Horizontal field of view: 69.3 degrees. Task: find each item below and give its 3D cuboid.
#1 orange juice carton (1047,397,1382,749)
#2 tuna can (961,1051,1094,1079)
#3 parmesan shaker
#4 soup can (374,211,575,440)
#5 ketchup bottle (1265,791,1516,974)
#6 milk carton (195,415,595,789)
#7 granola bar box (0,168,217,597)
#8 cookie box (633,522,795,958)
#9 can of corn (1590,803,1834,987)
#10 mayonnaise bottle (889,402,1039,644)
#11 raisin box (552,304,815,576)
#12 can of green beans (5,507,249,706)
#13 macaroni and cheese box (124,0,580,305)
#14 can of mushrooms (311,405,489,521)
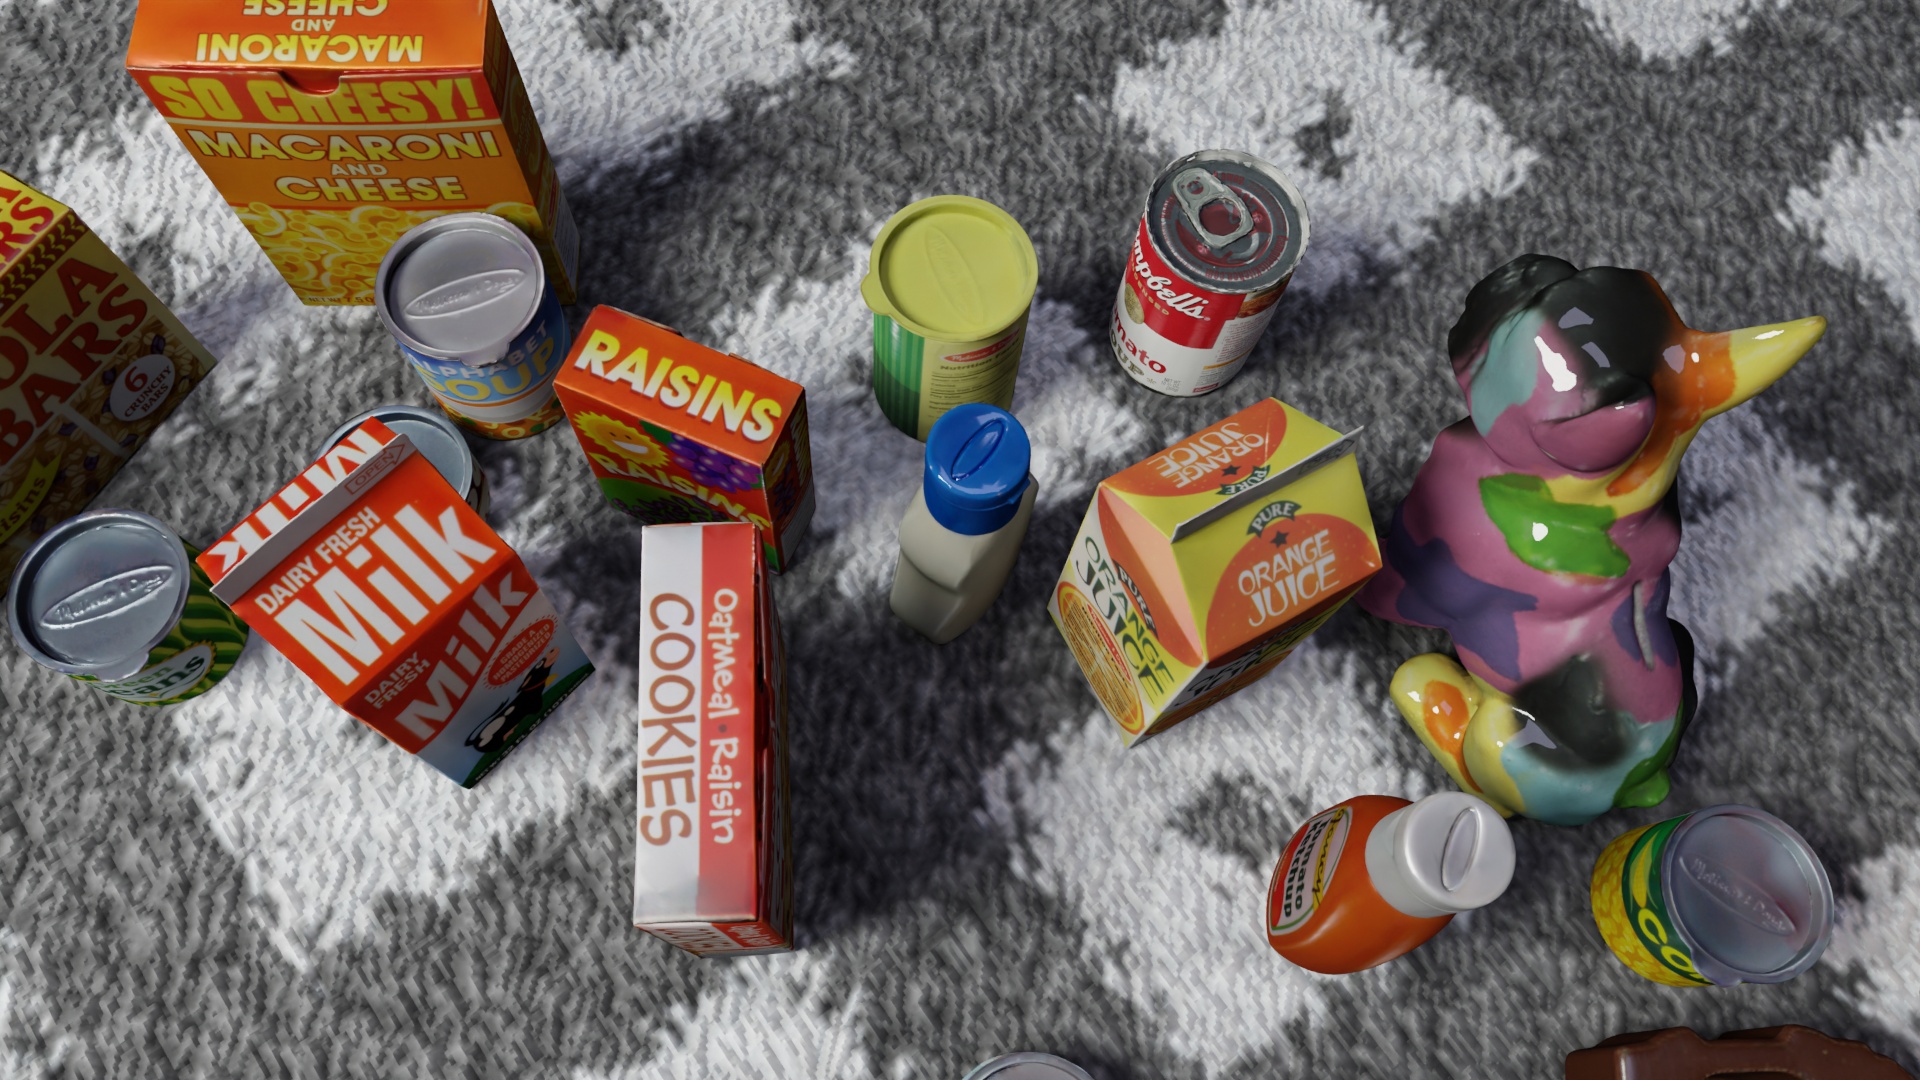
[{"bbox_3d":[0.089,0.012,0.511,0.072,0.192,0.073,-26,74,-12],"label":"orange juice carton"},{"bbox_3d":[0.024,0.226,0.513,0.071,0.032,0.071,1,70,-3],"label":"tuna can"},{"bbox_3d":[-0.008,-0.089,0.590,0.071,0.102,0.071,1,70,-3],"label":"parmesan shaker"},{"bbox_3d":[-0.199,-0.085,0.586,0.071,0.083,0.071,1,70,-3],"label":"soup can"},{"bbox_3d":[0.152,0.120,0.499,0.043,0.148,0.065,23,70,5],"label":"ketchup bottle"},{"bbox_3d":[-0.195,0.023,0.490,0.073,0.190,0.072,41,73,11],"label":"milk carton"},{"bbox_3d":[-0.385,-0.044,0.537,0.039,0.123,0.166,30,71,7],"label":"granola bar box"},{"bbox_3d":[-0.082,0.078,0.489,0.040,0.167,0.123,-2,70,-5],"label":"cookie box"},{"bbox_3d":[0.293,0.144,0.548,0.071,0.058,0.071,1,70,-3],"label":"can of corn"},{"bbox_3d":[0.002,-0.007,0.536,0.041,0.147,0.065,37,72,9],"label":"mayonnaise bottle"},{"bbox_3d":[-0.104,-0.036,0.553,0.086,0.123,0.040,23,70,5],"label":"raisin box"},{"bbox_3d":[-0.326,0.028,0.550,0.071,0.057,0.071,1,70,-3],"label":"can of green beans"},{"bbox_3d":[-0.233,-0.152,0.565,0.124,0.166,0.040,-1,70,-4],"label":"macaroni and cheese box"},{"bbox_3d":[-0.237,-0.019,0.586,0.071,0.033,0.071,1,70,-3],"label":"can of mushrooms"}]
